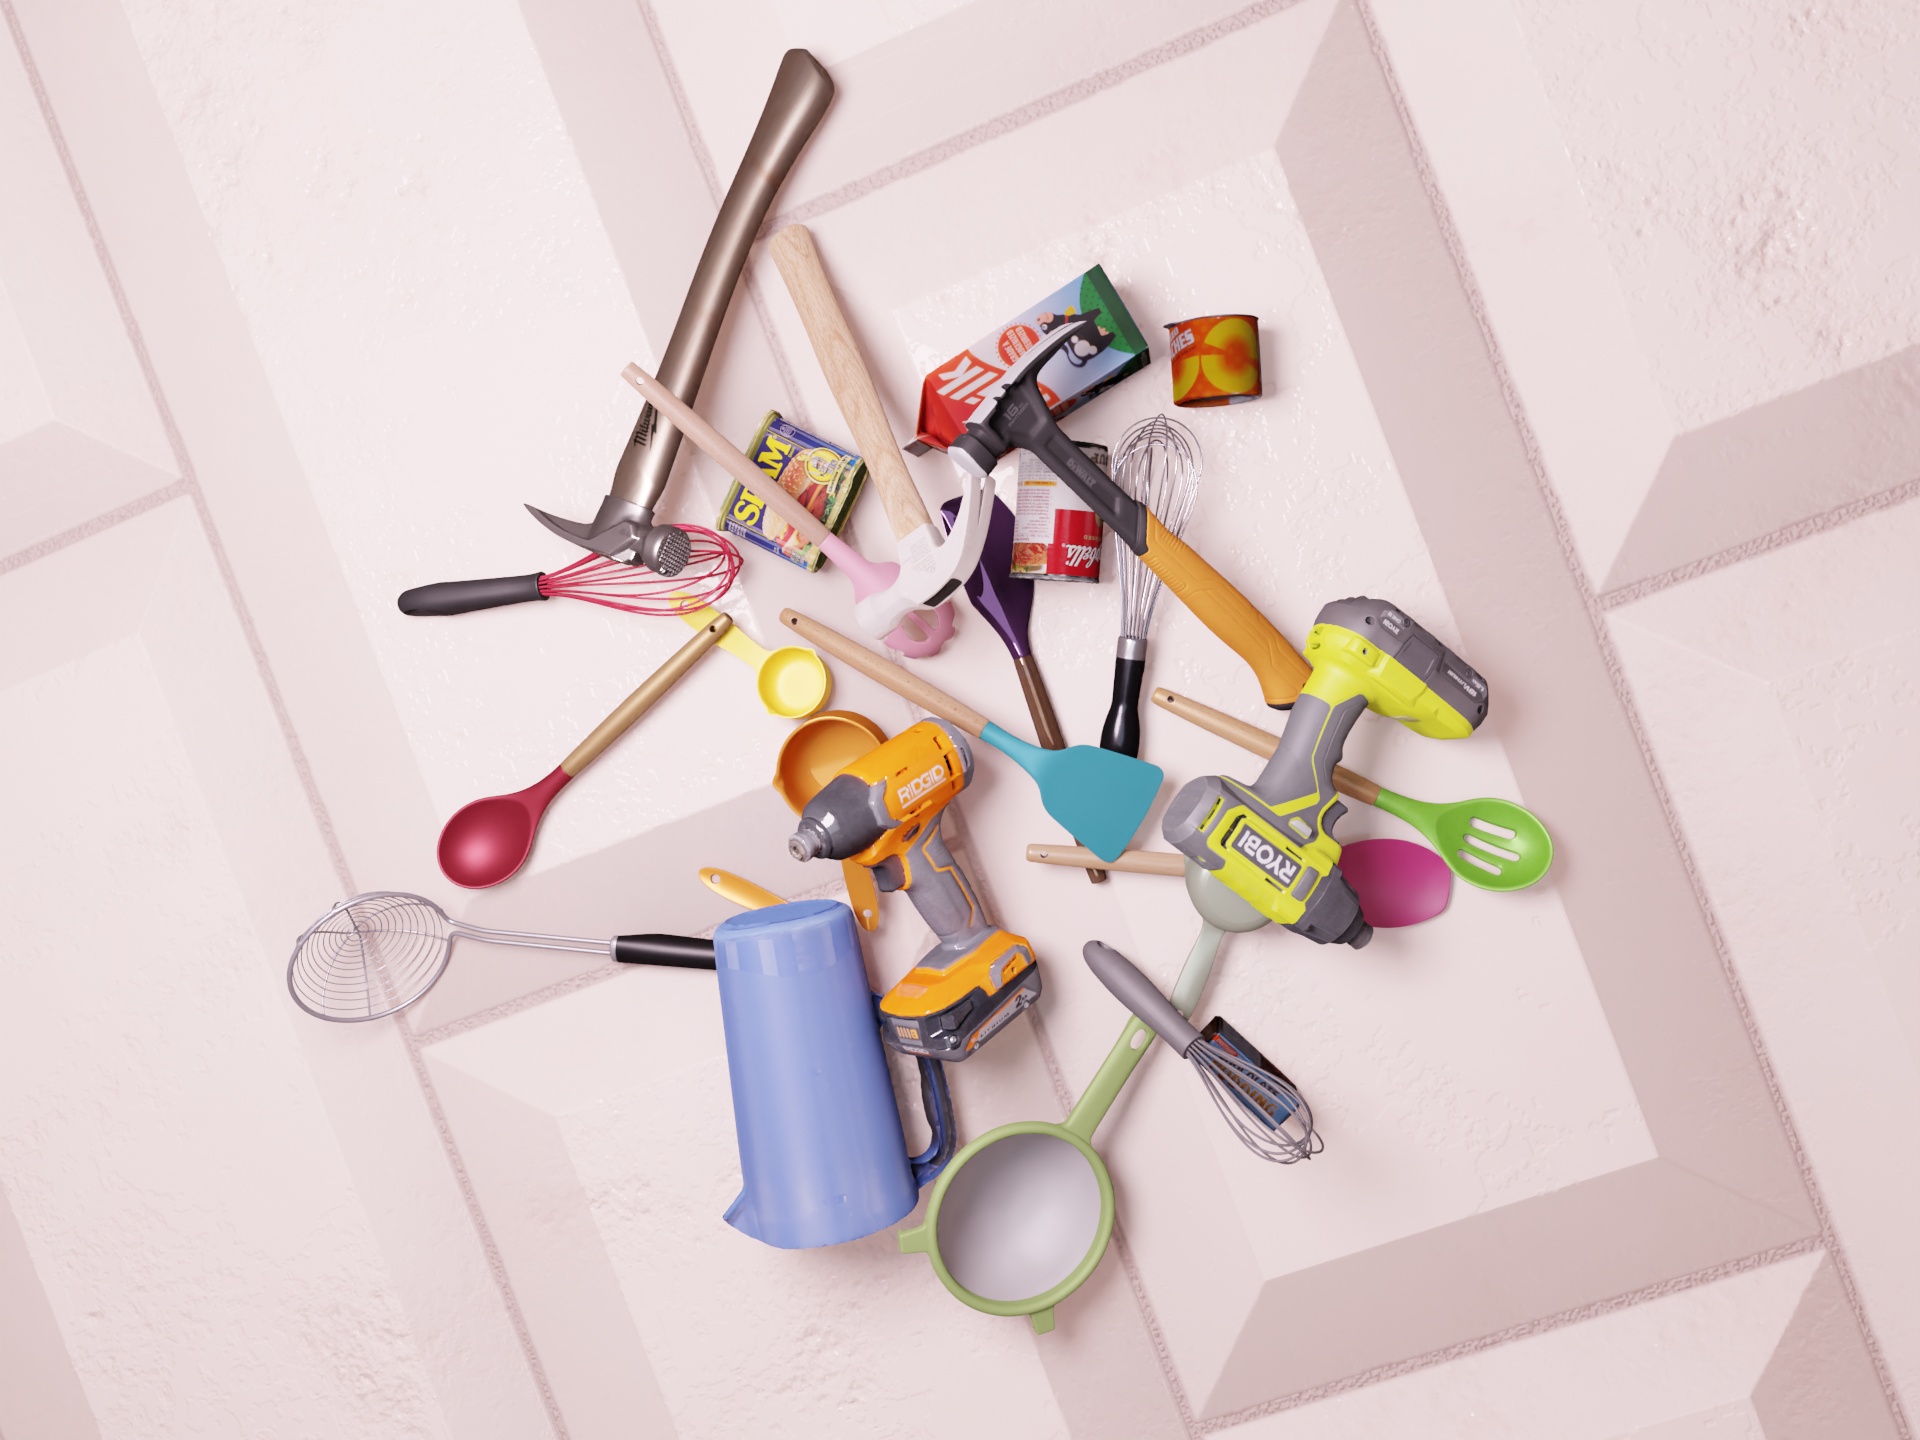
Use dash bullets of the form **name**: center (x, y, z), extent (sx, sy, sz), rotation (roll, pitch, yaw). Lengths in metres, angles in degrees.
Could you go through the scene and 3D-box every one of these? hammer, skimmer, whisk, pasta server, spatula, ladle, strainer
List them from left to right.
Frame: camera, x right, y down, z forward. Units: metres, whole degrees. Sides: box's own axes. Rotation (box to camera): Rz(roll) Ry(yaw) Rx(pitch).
- **skimmer**: center (-0.340, 0.197, 1.257), extent (0.363, 0.090, 0.127), rotation (4, 127, 5)
- **whisk**: center (-0.310, -0.108, 1.251), extent (0.296, 0.073, 0.073), rotation (-6, 93, 13)
- **ladle**: center (-0.296, 0.022, 1.264), extent (0.315, 0.031, 0.069), rotation (-42, 88, 11)
- **hammer**: center (-0.200, -0.316, 1.206), extent (0.146, 0.038, 0.410), rotation (19, 86, 29)
- **pasta server**: center (-0.123, -0.152, 1.172), extent (0.316, 0.040, 0.060), rotation (40, 91, -18)
- **hammer**: center (-0.071, -0.231, 1.164), extent (0.130, 0.031, 0.331), rotation (-33, 68, 25)
- **spatula**: center (-0.002, -0.004, 1.206), extent (0.317, 0.044, 0.082), rotation (30, 96, 12)
- **spatula**: center (0.058, -0.025, 1.223), extent (0.060, 0.018, 0.316), rotation (-19, 91, -8)
- **strainer**: center (0.067, 0.327, 1.224), extent (0.151, 0.069, 0.256), rotation (36, 83, -18)
- **whisk**: center (0.133, -0.086, 1.191), extent (0.070, 0.070, 0.284), rotation (7, 100, 7)
- **hammer**: center (0.147, -0.127, 1.131), extent (0.336, 0.034, 0.127), rotation (41, 83, -22)
- **whisk**: center (0.172, 0.238, 1.166), extent (0.239, 0.055, 0.055), rotation (41, 99, 35)

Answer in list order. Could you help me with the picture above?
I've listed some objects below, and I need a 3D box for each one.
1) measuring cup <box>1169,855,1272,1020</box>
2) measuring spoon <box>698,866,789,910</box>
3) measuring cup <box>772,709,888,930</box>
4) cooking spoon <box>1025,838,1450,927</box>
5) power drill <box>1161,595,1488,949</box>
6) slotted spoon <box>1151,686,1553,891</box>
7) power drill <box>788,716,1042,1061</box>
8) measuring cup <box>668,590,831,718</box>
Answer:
- **measuring cup**: center (0.190, 0.161, 1.183), extent (0.083, 0.038, 0.167), rotation (21, 100, 0)
- **measuring spoon**: center (-0.156, 0.143, 1.270), extent (0.117, 0.011, 0.021), rotation (23, 101, 9)
- **measuring cup**: center (-0.086, 0.075, 1.237), extent (0.095, 0.052, 0.173), rotation (-11, 102, 7)
- **cooking spoon**: center (0.209, 0.113, 1.203), extent (0.319, 0.017, 0.068), rotation (5, 98, 3)
- **power drill**: center (0.269, 0.040, 1.132), extent (0.171, 0.080, 0.223), rotation (36, 82, -12)
- **slotted spoon**: center (0.289, 0.044, 1.192), extent (0.314, 0.031, 0.070), rotation (25, 79, 8)
- **power drill**: center (-0.036, 0.131, 1.160), extent (0.084, 0.164, 0.226), rotation (-4, 111, 45)
- **measuring cup**: center (-0.167, -0.056, 1.255), extent (0.156, 0.029, 0.062), rotation (35, 93, 16)
